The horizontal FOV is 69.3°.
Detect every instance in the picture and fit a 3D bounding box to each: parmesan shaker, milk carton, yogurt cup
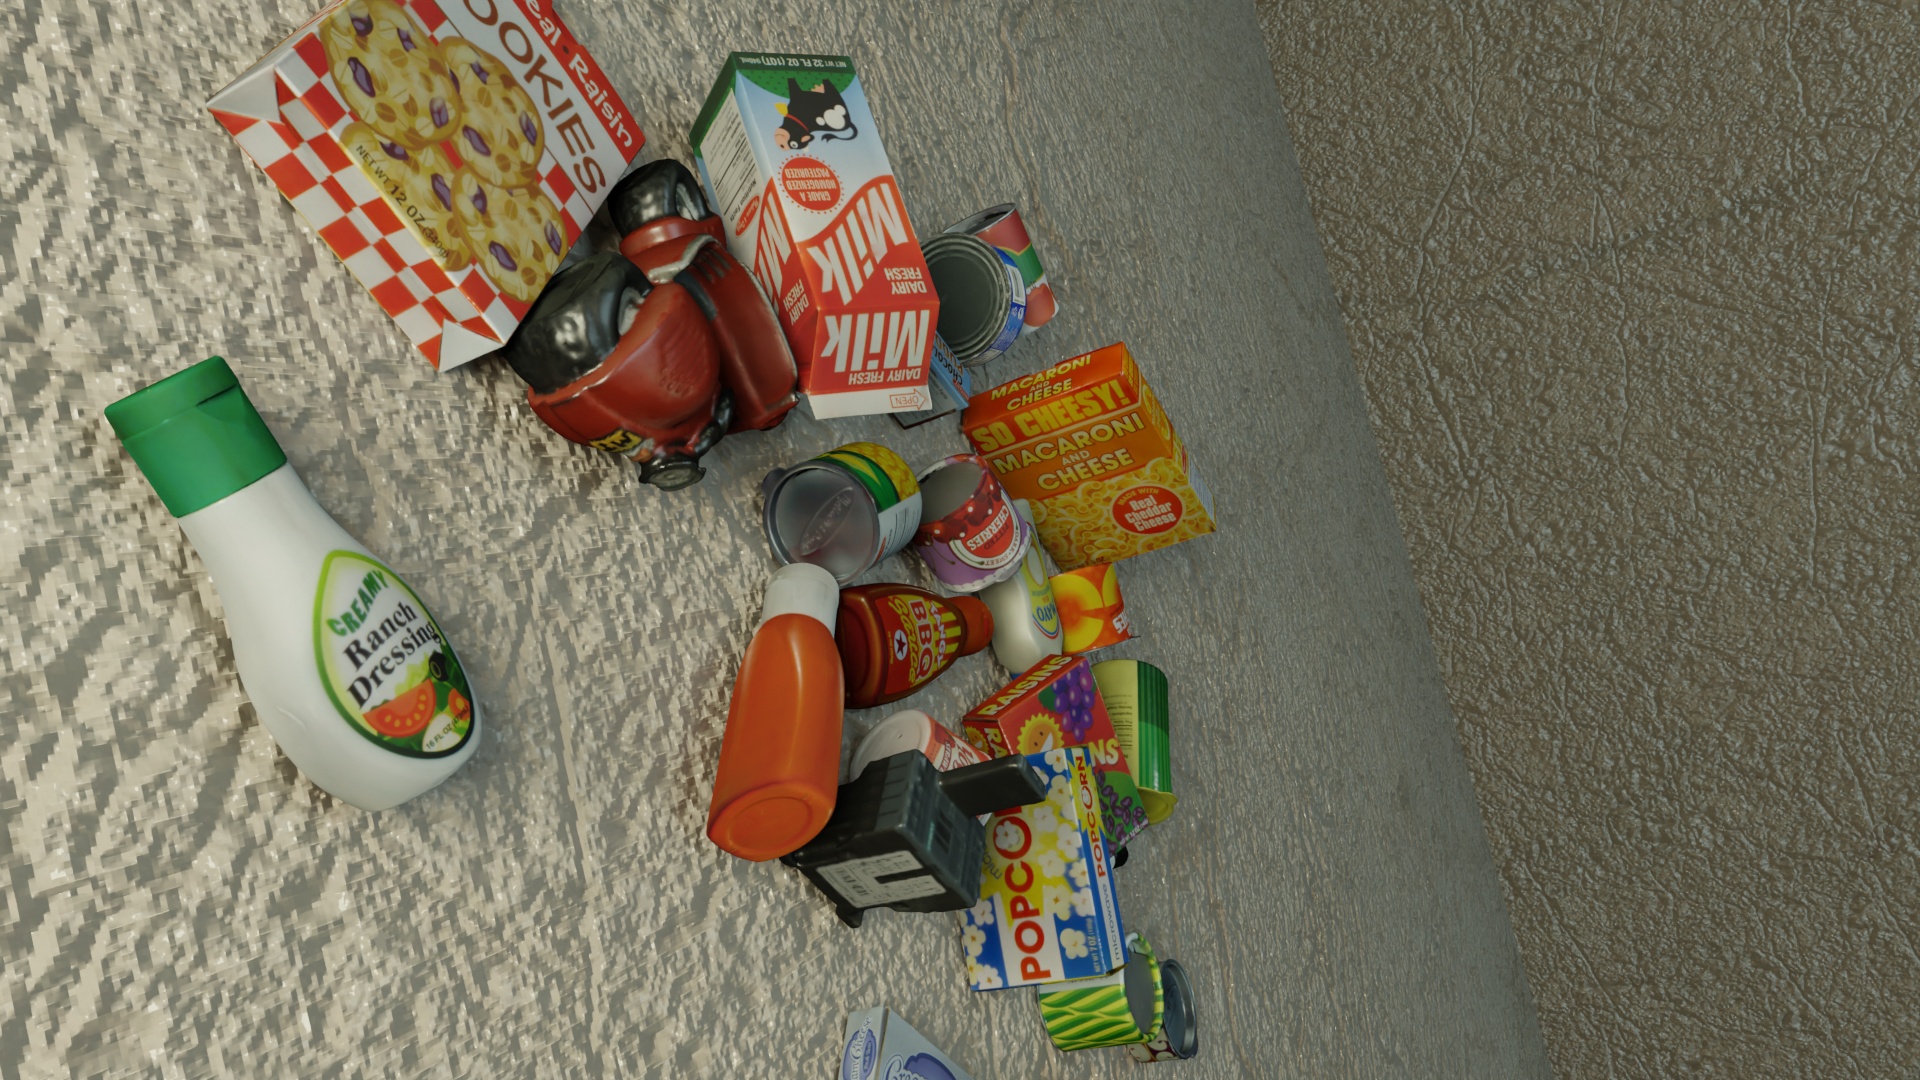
[{"bbox_3d":[0.120,0.144,0.991,0.071,0.071,0.103,48,36,-43],"label":"parmesan shaker"},{"bbox_3d":[-0.072,-0.151,0.717,0.072,0.073,0.191,-9,73,-33],"label":"milk carton"},{"bbox_3d":[-0.022,0.125,0.729,0.054,0.072,0.073,47,35,-30],"label":"yogurt cup"}]

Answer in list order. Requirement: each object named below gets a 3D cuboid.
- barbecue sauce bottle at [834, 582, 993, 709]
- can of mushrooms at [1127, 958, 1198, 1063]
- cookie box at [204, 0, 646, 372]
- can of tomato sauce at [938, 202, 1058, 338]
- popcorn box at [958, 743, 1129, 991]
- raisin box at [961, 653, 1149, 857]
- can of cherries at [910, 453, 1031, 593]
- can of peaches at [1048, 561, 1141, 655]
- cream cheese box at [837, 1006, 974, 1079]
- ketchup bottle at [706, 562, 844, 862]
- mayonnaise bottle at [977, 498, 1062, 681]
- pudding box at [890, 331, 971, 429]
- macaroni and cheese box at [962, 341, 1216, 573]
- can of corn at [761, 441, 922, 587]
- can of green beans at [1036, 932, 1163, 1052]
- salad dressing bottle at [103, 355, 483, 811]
[{"bbox_3d":[-0.028,0.054,0.778,0.149,0.043,0.065,-4,88,-64],"label":"barbecue sauce bottle"},{"bbox_3d":[0.138,0.329,0.964,0.071,0.033,0.071,43,39,-48],"label":"can of mushrooms"},{"bbox_3d":[-0.202,-0.168,0.562,0.122,0.040,0.168,56,31,-33],"label":"cookie box"},{"bbox_3d":[0.025,-0.191,1.005,0.083,0.071,0.071,64,27,-22],"label":"can of tomato sauce"},{"bbox_3d":[0.040,0.186,0.790,0.038,0.085,0.127,14,63,-61],"label":"popcorn box"},{"bbox_3d":[0.061,0.145,0.874,0.086,0.040,0.123,-30,105,-36],"label":"raisin box"},{"bbox_3d":[0.003,-0.011,0.848,0.058,0.071,0.072,56,30,-32],"label":"can of cherries"},{"bbox_3d":[0.085,0.050,0.978,0.071,0.071,0.058,-6,80,-64],"label":"can of peaches"},{"bbox_3d":[-0.023,0.276,0.681,0.103,0.024,0.054,53,32,-37],"label":"cream cheese box"},{"bbox_3d":[-0.081,0.072,0.646,0.043,0.064,0.149,35,33,-26],"label":"ketchup bottle"},{"bbox_3d":[0.041,0.048,0.923,0.065,0.041,0.148,-18,92,-64],"label":"mayonnaise bottle"},{"bbox_3d":[-0.034,-0.110,0.856,0.083,0.049,0.030,49,34,-42],"label":"pudding box"},{"bbox_3d":[0.094,-0.055,0.997,0.166,0.123,0.040,53,30,-37],"label":"macaroni and cheese box"},{"bbox_3d":[-0.062,-0.017,0.728,0.058,0.071,0.071,-33,106,-64],"label":"can of corn"},{"bbox_3d":[0.088,0.280,0.862,0.071,0.057,0.071,41,40,-49],"label":"can of green beans"},{"bbox_3d":[-0.208,0.015,0.437,0.147,0.044,0.064,64,26,-19],"label":"salad dressing bottle"}]
